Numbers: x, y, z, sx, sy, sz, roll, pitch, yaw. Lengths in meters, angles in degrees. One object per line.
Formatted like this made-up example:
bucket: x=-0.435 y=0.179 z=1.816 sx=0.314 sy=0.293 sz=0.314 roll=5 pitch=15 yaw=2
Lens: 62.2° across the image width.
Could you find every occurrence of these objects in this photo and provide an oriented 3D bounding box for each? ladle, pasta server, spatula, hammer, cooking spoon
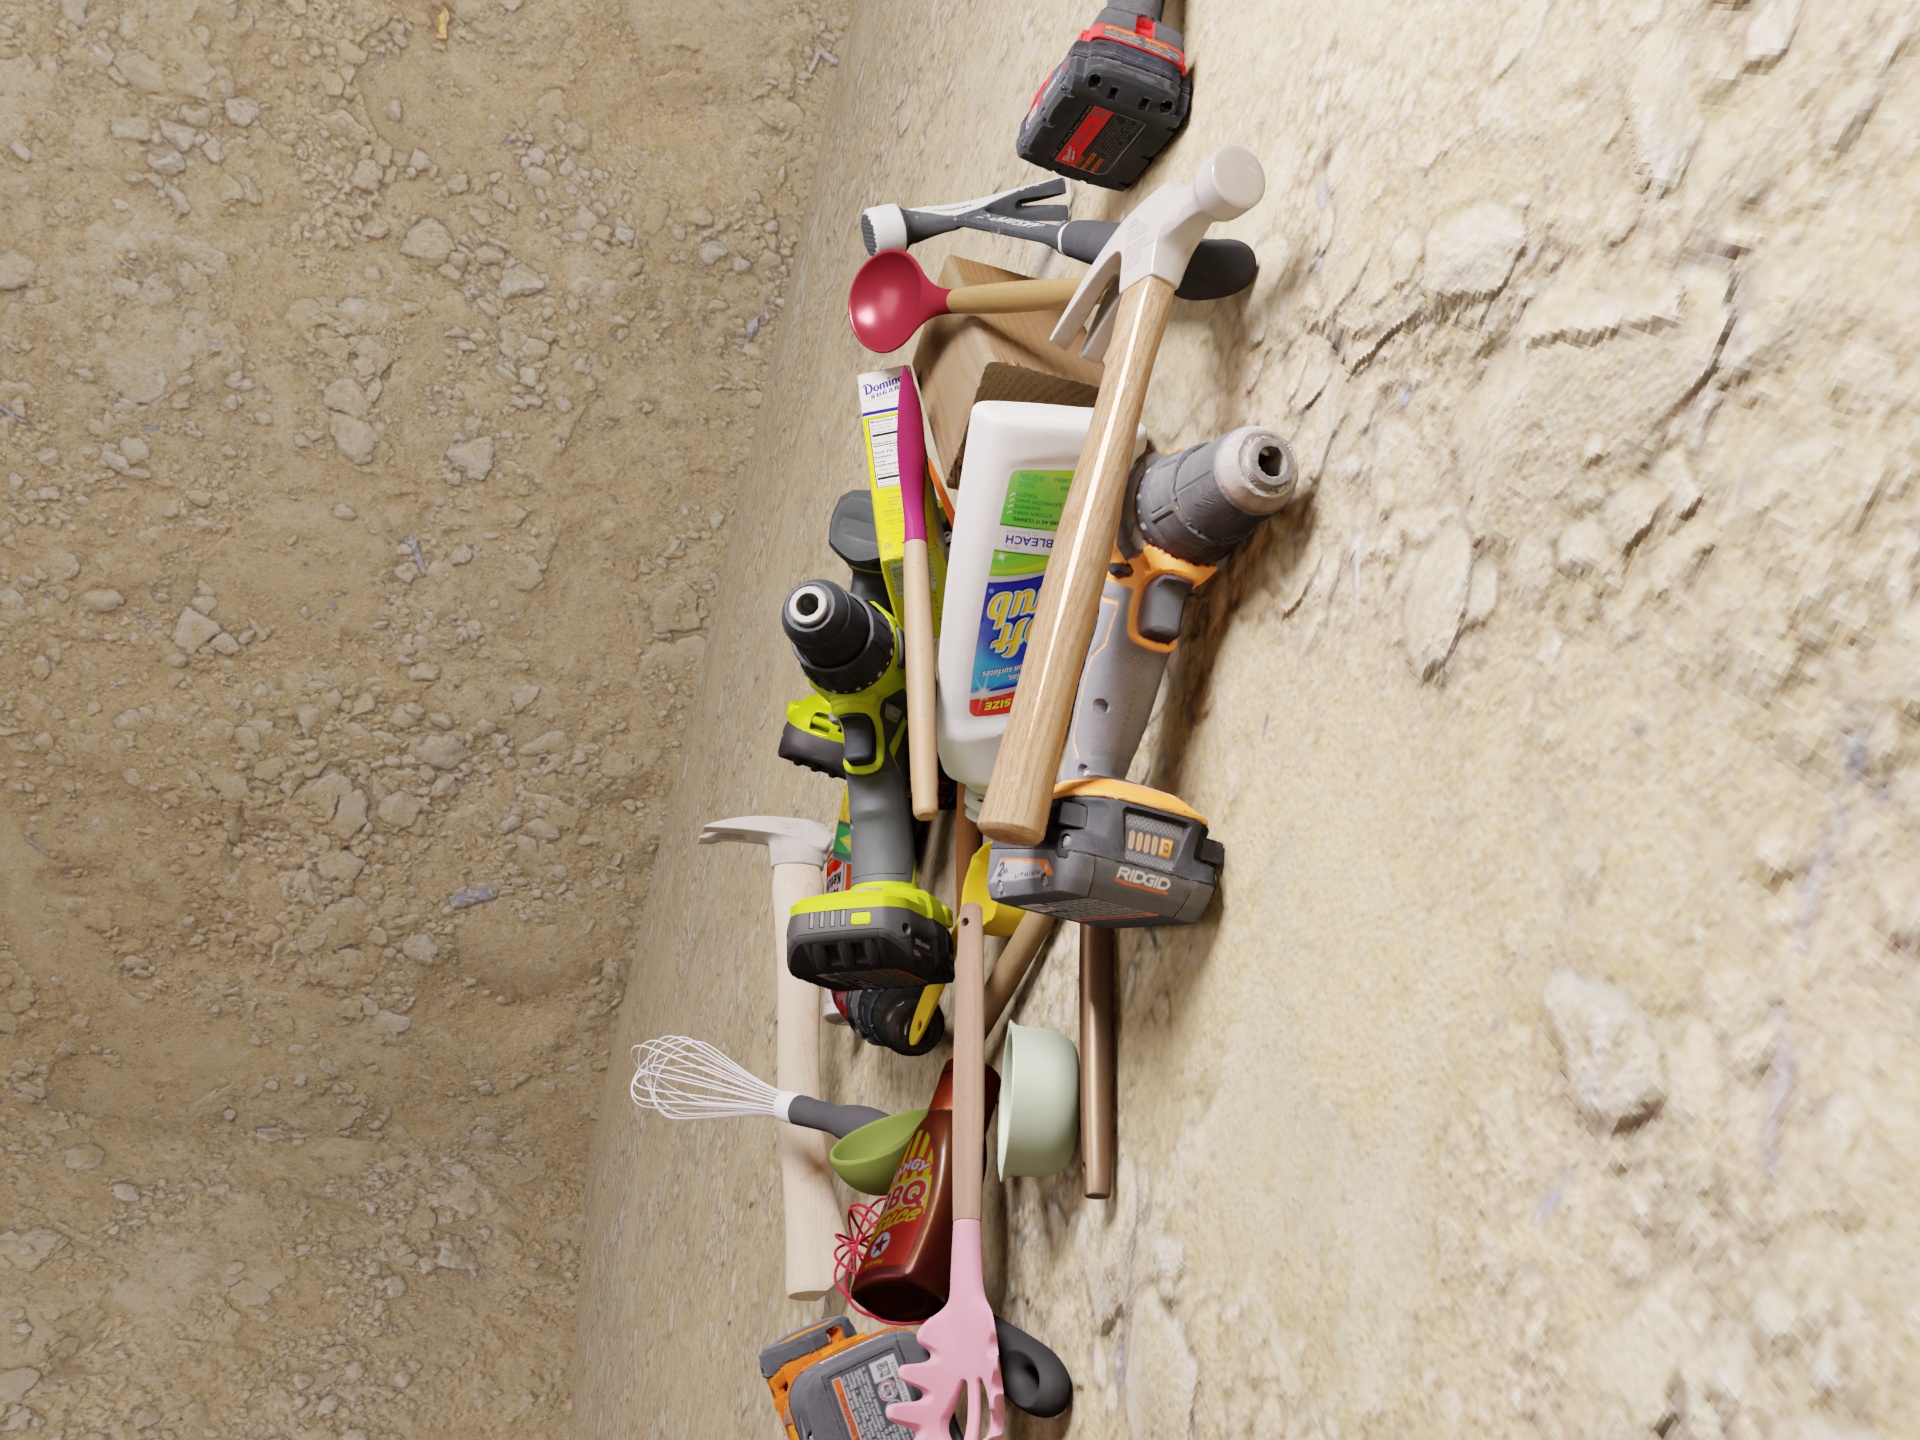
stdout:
ladle: x=0.009 y=-0.259 z=0.972 sx=0.316 sy=0.031 sz=0.069 roll=23 pitch=109 yaw=60
pasta server: x=0.000 y=0.238 z=0.849 sx=0.060 sy=0.040 sz=0.316 roll=-17 pitch=53 yaw=25
spatula: x=0.072 y=0.090 z=0.838 sx=0.059 sy=0.018 sz=0.316 roll=116 pitch=160 yaw=-59
ladle: x=-0.001 y=0.185 z=0.975 sx=0.062 sy=0.078 sz=0.320 roll=40 pitch=126 yaw=21
hammer: x=0.067 y=-0.297 z=0.977 sx=0.409 sy=0.149 sz=0.036 roll=-135 pitch=32 yaw=-61
cooking spoon: x=-0.026 y=-0.085 z=0.967 sx=0.068 sy=0.017 sz=0.319 roll=78 pitch=-171 yaw=-61
hammer: x=-0.141 y=0.261 z=1.303 sx=0.038 sy=0.146 sz=0.411 roll=118 pitch=153 yaw=-50
spatula: x=-0.002 y=-0.003 z=1.008 sx=0.081 sy=0.041 sz=0.322 roll=-105 pitch=15 yaw=-74
hammer: x=0.061 y=-0.102 z=0.743 sx=0.130 sy=0.031 sz=0.331 roll=-16 pitch=55 yaw=62

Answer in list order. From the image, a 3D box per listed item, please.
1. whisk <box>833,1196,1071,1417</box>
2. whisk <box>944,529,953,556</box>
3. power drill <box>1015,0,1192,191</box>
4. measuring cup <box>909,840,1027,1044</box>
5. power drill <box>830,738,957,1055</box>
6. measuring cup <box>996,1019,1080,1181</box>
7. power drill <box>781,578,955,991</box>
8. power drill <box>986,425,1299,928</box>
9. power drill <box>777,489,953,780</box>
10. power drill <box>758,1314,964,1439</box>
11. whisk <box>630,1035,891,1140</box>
whisk: x=-0.009 y=0.332 z=0.904 sx=0.296 sy=0.073 sz=0.073 roll=175 pitch=105 yaw=-67
whisk: x=0.016 y=-0.056 z=1.095 sx=0.247 sy=0.058 sz=0.059 roll=-102 pitch=-8 yaw=-46
power drill: x=0.102 y=-0.459 z=1.002 sx=0.143 sy=0.078 sz=0.220 roll=156 pitch=126 yaw=-72
measuring cup: x=0.007 y=0.145 z=0.992 sx=0.062 sy=0.029 sz=0.156 roll=-110 pitch=39 yaw=-57
power drill: x=-0.040 y=0.120 z=1.120 sx=0.188 sy=0.080 sz=0.227 roll=-175 pitch=92 yaw=-75
measuring cup: x=0.039 y=0.216 z=0.862 sx=0.167 sy=0.038 sz=0.083 roll=94 pitch=-179 yaw=-65
power drill: x=-0.059 y=0.038 z=0.946 sx=0.190 sy=0.080 sz=0.229 roll=49 pitch=-144 yaw=-70
power drill: x=0.089 y=-0.022 z=0.749 sx=0.185 sy=0.084 sz=0.226 roll=155 pitch=129 yaw=-69
power drill: x=-0.065 y=-0.073 z=1.269 sx=0.171 sy=0.080 sz=0.223 roll=-19 pitch=-54 yaw=-69
power drill: x=-0.050 y=0.423 z=0.893 sx=0.164 sy=0.084 sz=0.226 roll=67 pitch=160 yaw=14
whisk: x=-0.153 y=0.289 z=1.214 sx=0.285 sy=0.070 sz=0.070 roll=3 pitch=80 yaw=38
